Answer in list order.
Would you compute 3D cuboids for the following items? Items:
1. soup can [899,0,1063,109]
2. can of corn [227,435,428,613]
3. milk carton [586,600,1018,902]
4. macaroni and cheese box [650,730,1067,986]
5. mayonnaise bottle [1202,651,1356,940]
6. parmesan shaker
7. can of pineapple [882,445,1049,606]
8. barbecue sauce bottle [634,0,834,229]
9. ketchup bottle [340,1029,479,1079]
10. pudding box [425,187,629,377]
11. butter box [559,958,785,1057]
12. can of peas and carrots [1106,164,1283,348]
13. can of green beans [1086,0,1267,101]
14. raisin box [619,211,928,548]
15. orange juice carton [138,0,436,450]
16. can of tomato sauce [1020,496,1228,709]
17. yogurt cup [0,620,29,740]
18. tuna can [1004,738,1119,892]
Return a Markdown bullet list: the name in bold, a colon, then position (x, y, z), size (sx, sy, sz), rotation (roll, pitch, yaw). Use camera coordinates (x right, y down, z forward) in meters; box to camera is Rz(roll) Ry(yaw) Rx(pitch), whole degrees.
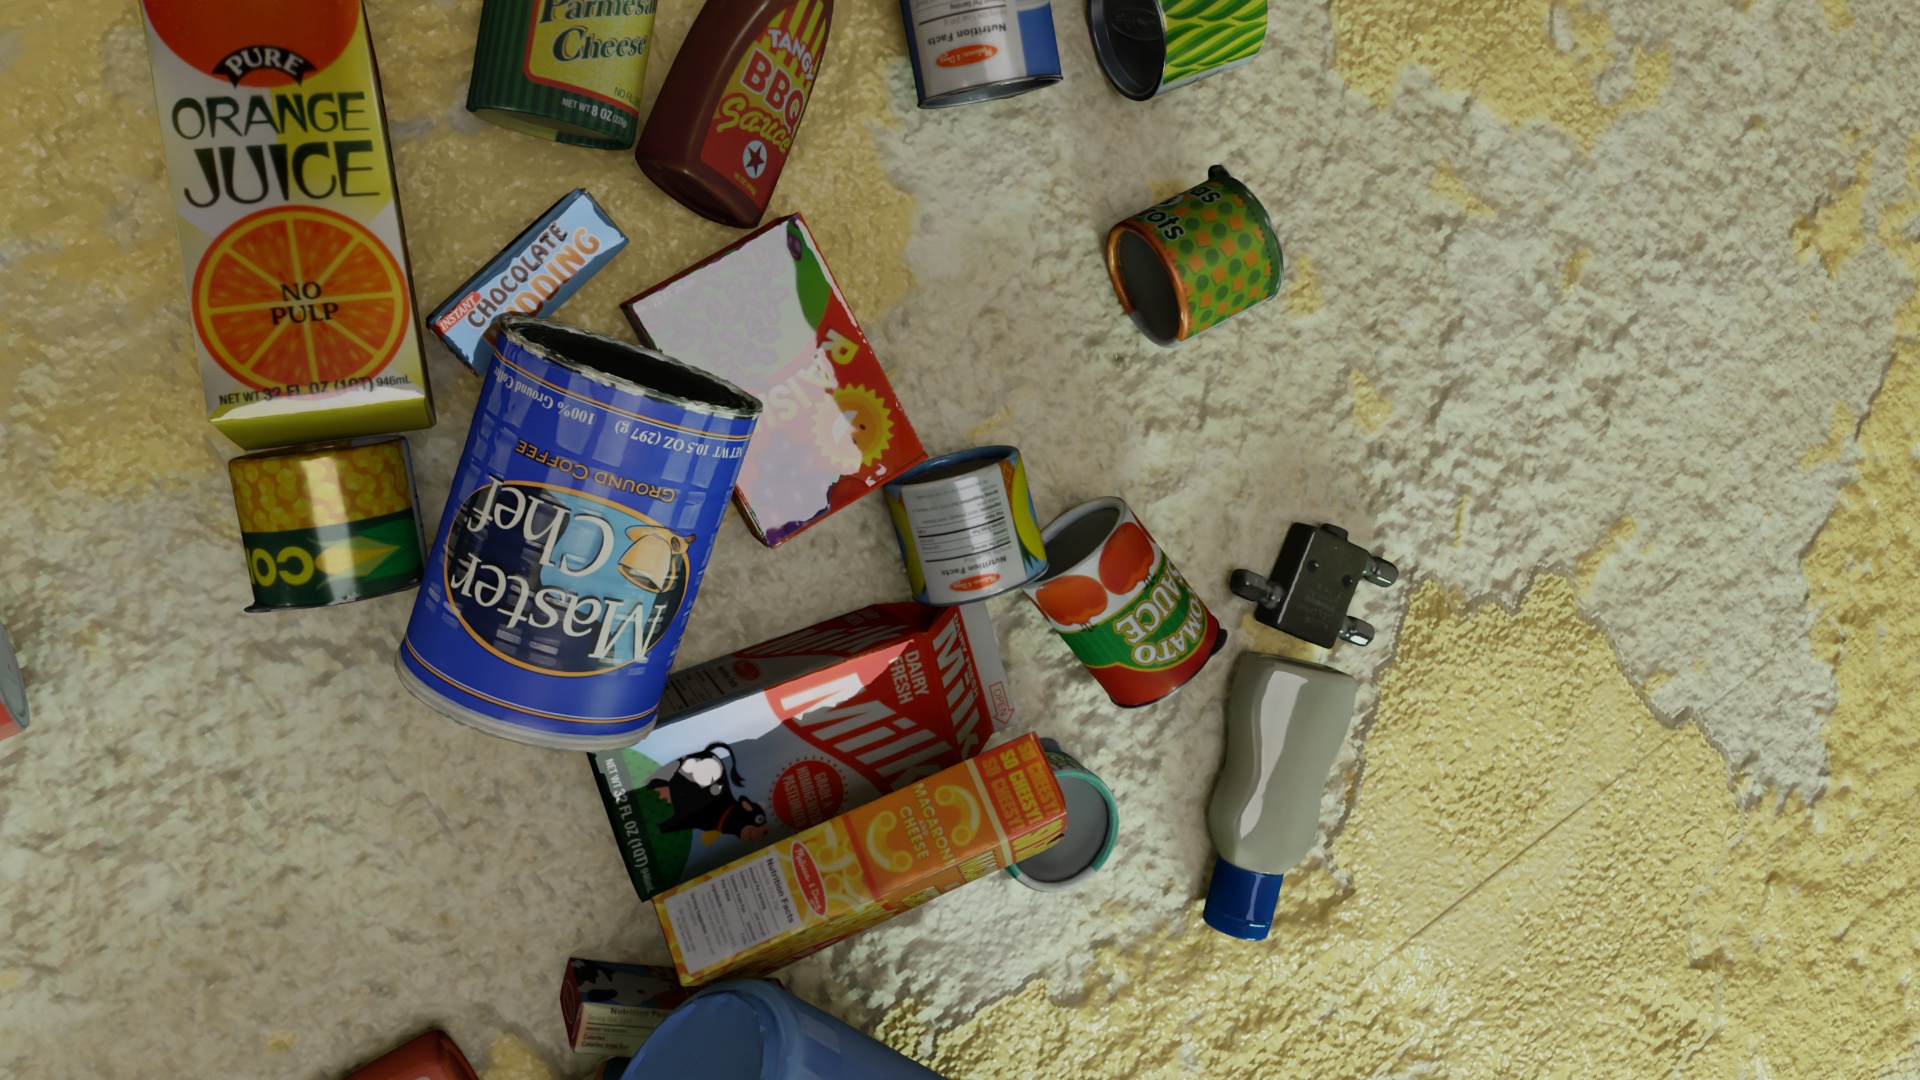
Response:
- **soup can**: position (0.006, -0.239, 0.613), size (0.071, 0.071, 0.083), rotation (-14, 102, -18)
- **can of corn**: position (-0.249, -0.008, 0.545), size (0.071, 0.071, 0.058), rotation (-10, 101, -19)
- **milk carton**: position (-0.067, 0.084, 0.626), size (0.191, 0.073, 0.072), rotation (-19, 104, -18)
- **macaroni and cheese box**: position (-0.036, 0.143, 0.605), size (0.167, 0.123, 0.040), rotation (-23, 73, -4)
- **mayonnaise bottle**: position (0.164, 0.136, 0.740), size (0.065, 0.041, 0.148), rotation (12, 95, -20)
- **parmesan shaker**: position (-0.152, -0.214, 0.554), size (0.071, 0.071, 0.103), rotation (8, 95, -22)
- **can of pineapple**: position (0.002, -0.008, 0.645), size (0.071, 0.071, 0.057), rotation (-19, 104, -17)
- **barbecue sauce bottle**: position (-0.084, -0.211, 0.586), size (0.065, 0.044, 0.148), rotation (34, 76, -63)
- **ketchup bottle**: position (-0.277, 0.274, 0.590), size (0.149, 0.043, 0.064), rotation (-28, 107, -14)
- **pudding box**: position (-0.178, -0.106, 0.568), size (0.084, 0.050, 0.030), rotation (-45, 112, -9)
- **butter box**: position (-0.127, 0.216, 0.634), size (0.103, 0.053, 0.024), rotation (14, 91, -23)
- **can of peas and carrots**: position (0.110, -0.135, 0.665), size (0.059, 0.071, 0.070), rotation (-28, 107, -14)
- **can of green beans**: position (0.100, -0.245, 0.645), size (0.058, 0.071, 0.071), rotation (-24, 106, -17)
- **raisin box**: position (-0.081, -0.070, 0.616), size (0.086, 0.040, 0.123), rotation (-32, 109, -15)
- **orange juice carton**: position (-0.247, -0.135, 0.513), size (0.072, 0.073, 0.192), rotation (-10, 88, -19)
- **can of tomato sauce**: position (0.077, 0.029, 0.675), size (0.071, 0.071, 0.083), rotation (-43, 110, -10)
- **yogurt cup**: position (-0.380, 0.053, 0.508), size (0.054, 0.072, 0.072), rotation (-18, 104, -26)
- **tuna can**: position (0.045, 0.138, 0.699), size (0.071, 0.033, 0.071), rotation (-4, 100, -20)
